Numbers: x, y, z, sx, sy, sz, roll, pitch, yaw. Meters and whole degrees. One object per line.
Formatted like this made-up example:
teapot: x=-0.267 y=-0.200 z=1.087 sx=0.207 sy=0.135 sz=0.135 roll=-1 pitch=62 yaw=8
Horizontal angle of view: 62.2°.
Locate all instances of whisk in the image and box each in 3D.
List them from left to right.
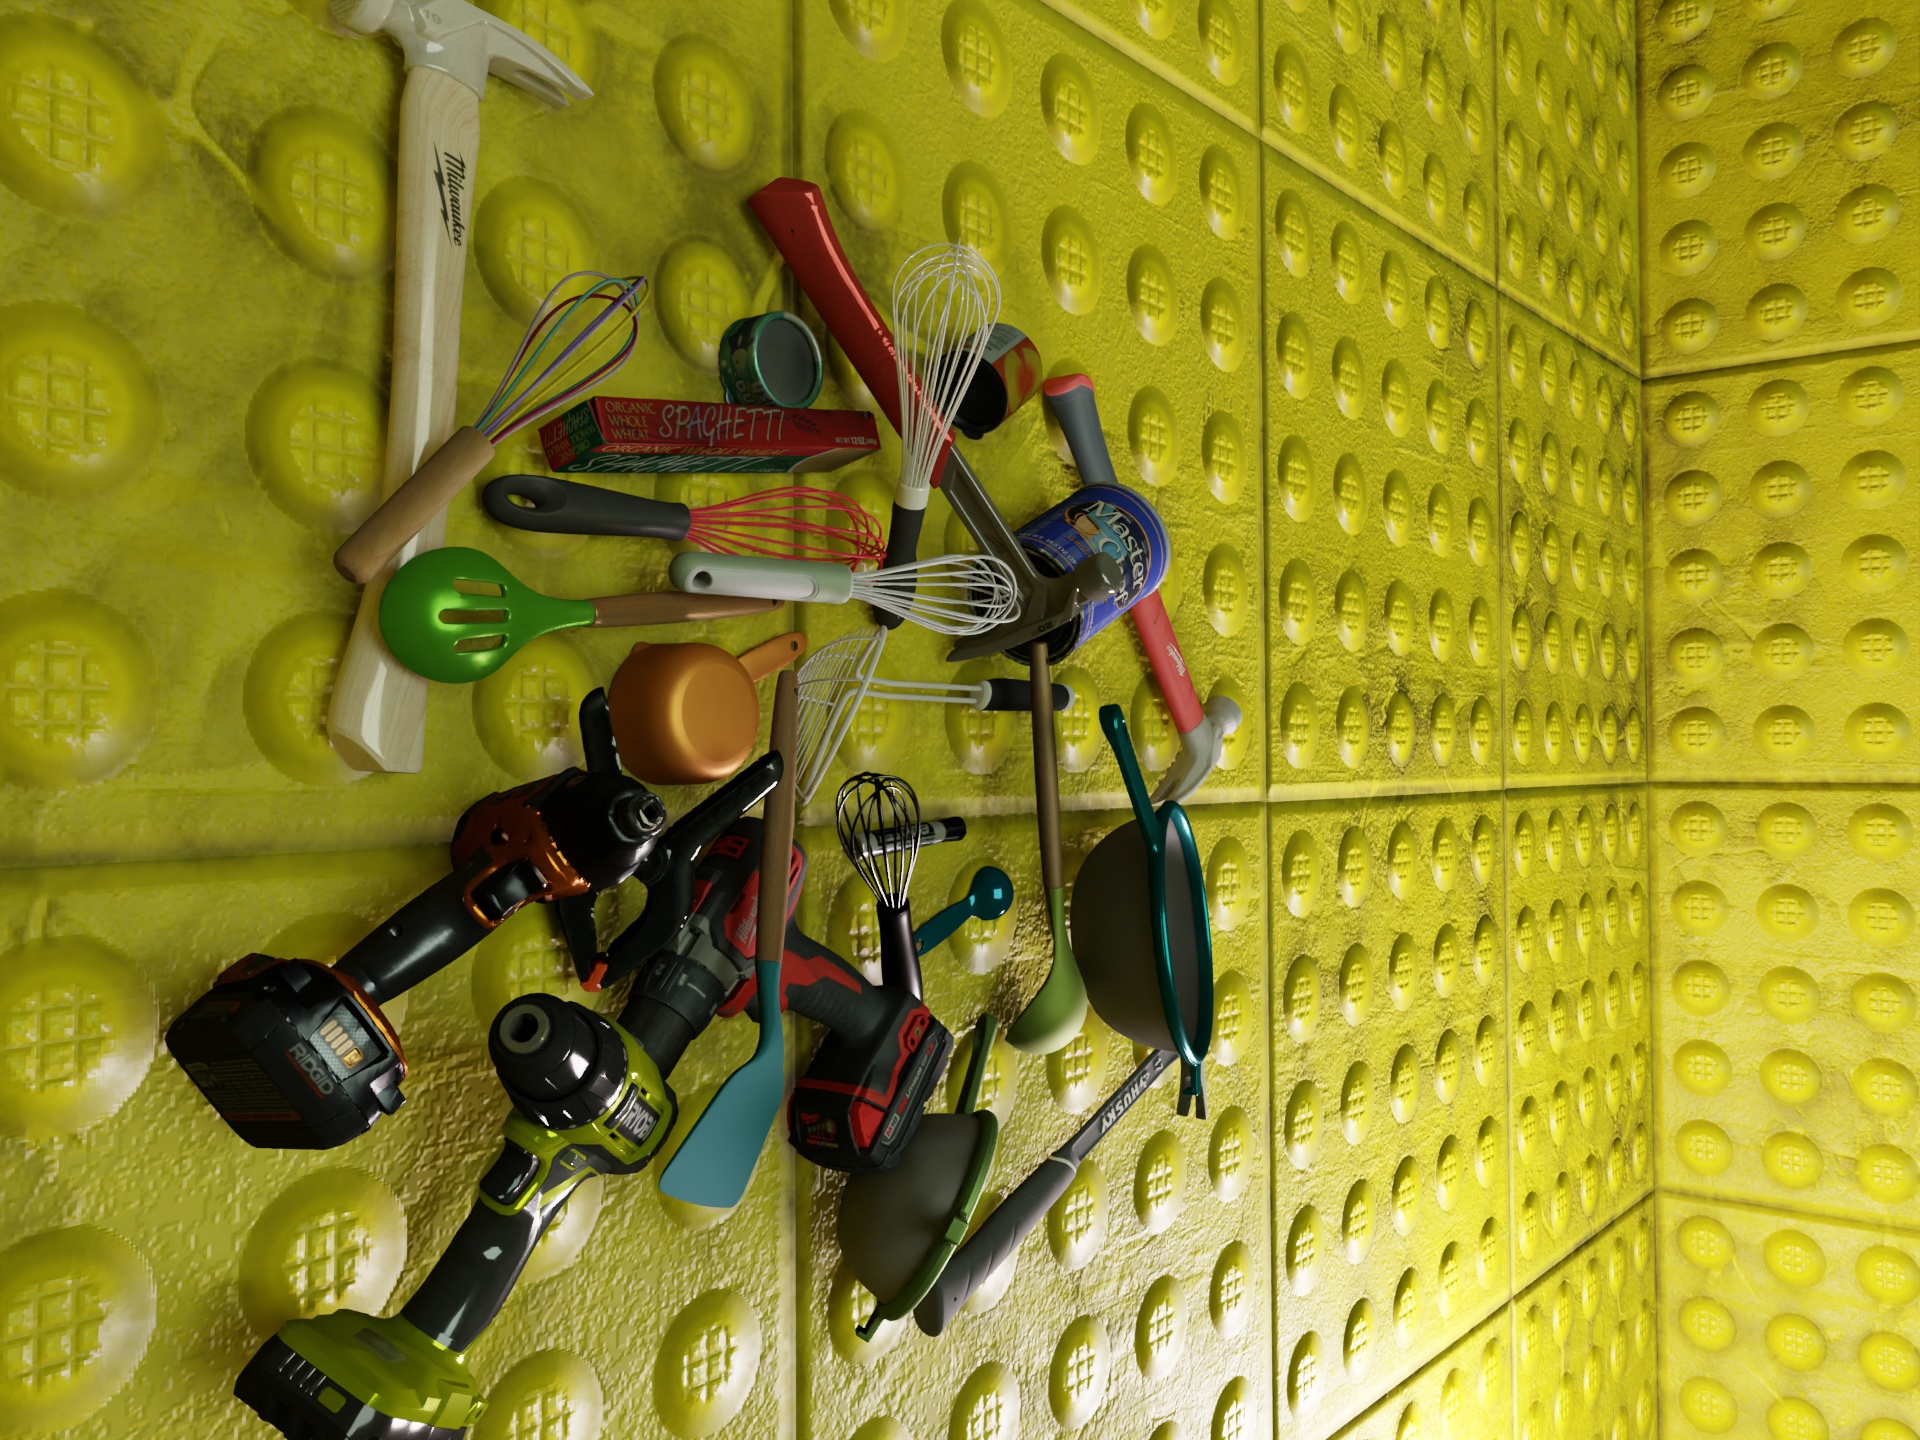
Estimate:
whisk: x=-0.239 y=-0.158 z=0.828 sx=0.245 sy=0.047 sz=0.051 roll=-57 pitch=168 yaw=-31
whisk: x=-0.156 y=-0.119 z=0.972 sx=0.295 sy=0.073 sz=0.073 roll=2 pitch=87 yaw=-45
whisk: x=-0.066 y=-0.084 z=0.996 sx=0.246 sy=0.059 sz=0.057 roll=2 pitch=125 yaw=-33
whisk: x=-0.048 y=0.126 z=1.066 sx=0.055 sy=0.055 sz=0.238 roll=-48 pitch=144 yaw=-41
whisk: x=-0.027 y=-0.180 z=1.053 sx=0.070 sy=0.070 sz=0.284 roll=-35 pitch=147 yaw=-46

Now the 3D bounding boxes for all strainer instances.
strainer: x=-0.027 y=0.287 z=1.105 sx=0.069 sy=0.151 sz=0.256 roll=29 pitch=36 yaw=-6
strainer: x=0.123 y=0.125 z=1.253 sx=0.211 sy=0.095 sz=0.340 roll=-76 pitch=152 yaw=-49

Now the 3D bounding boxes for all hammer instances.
hammer: x=-0.275 y=-0.176 z=0.840 sx=0.146 sy=0.038 sz=0.411 roll=10 pitch=81 yaw=-52
hammer: x=-0.038 y=-0.205 z=1.099 sx=0.358 sy=0.149 sz=0.037 roll=55 pitch=33 yaw=-19
hammer: x=0.092 y=0.352 z=1.284 sx=0.409 sy=0.036 sz=0.149 roll=-33 pitch=115 yaw=-46
hammer: x=0.144 y=-0.111 z=1.361 sx=0.143 sy=0.038 sz=0.386 roll=-48 pitch=125 yaw=-39

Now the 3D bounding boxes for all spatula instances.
spatula: x=-0.121 y=0.117 z=0.927 sx=0.082 sy=0.044 sz=0.318 roll=43 pitch=44 yaw=-56

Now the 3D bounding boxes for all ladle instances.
ladle: x=0.058 y=0.100 z=1.210 sx=0.078 sy=0.062 sz=0.320 roll=-19 pitch=107 yaw=-61

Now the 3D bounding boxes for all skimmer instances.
skimmer: x=-0.002 y=-0.004 z=1.133 sx=0.363 sy=0.090 sz=0.127 roll=1 pitch=121 yaw=-54

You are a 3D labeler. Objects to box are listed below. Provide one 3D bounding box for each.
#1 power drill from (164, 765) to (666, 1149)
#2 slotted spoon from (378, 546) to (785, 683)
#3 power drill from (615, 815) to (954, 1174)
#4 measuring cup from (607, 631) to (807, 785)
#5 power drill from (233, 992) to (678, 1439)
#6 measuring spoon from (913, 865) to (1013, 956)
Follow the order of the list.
power drill: x=-0.246 y=0.101 z=0.765 sx=0.226 sy=0.164 sz=0.084 roll=-44 pitch=109 yaw=-40
slotted spoon: x=-0.197 y=-0.065 z=0.912 sx=0.313 sy=0.031 sz=0.070 roll=-11 pitch=103 yaw=-60
power drill: x=-0.116 y=0.196 z=0.997 sx=0.226 sy=0.080 sz=0.188 roll=53 pitch=50 yaw=-32
measuring cup: x=-0.138 y=-0.021 z=0.990 sx=0.173 sy=0.052 sz=0.095 roll=-34 pitch=115 yaw=-44
power drill: x=-0.233 y=0.241 z=0.767 sx=0.228 sy=0.080 sz=0.190 roll=-56 pitch=163 yaw=-20
measuring spoon: x=0.003 y=0.147 z=1.187 sx=0.128 sy=0.021 sz=0.042 roll=-30 pitch=112 yaw=-49
